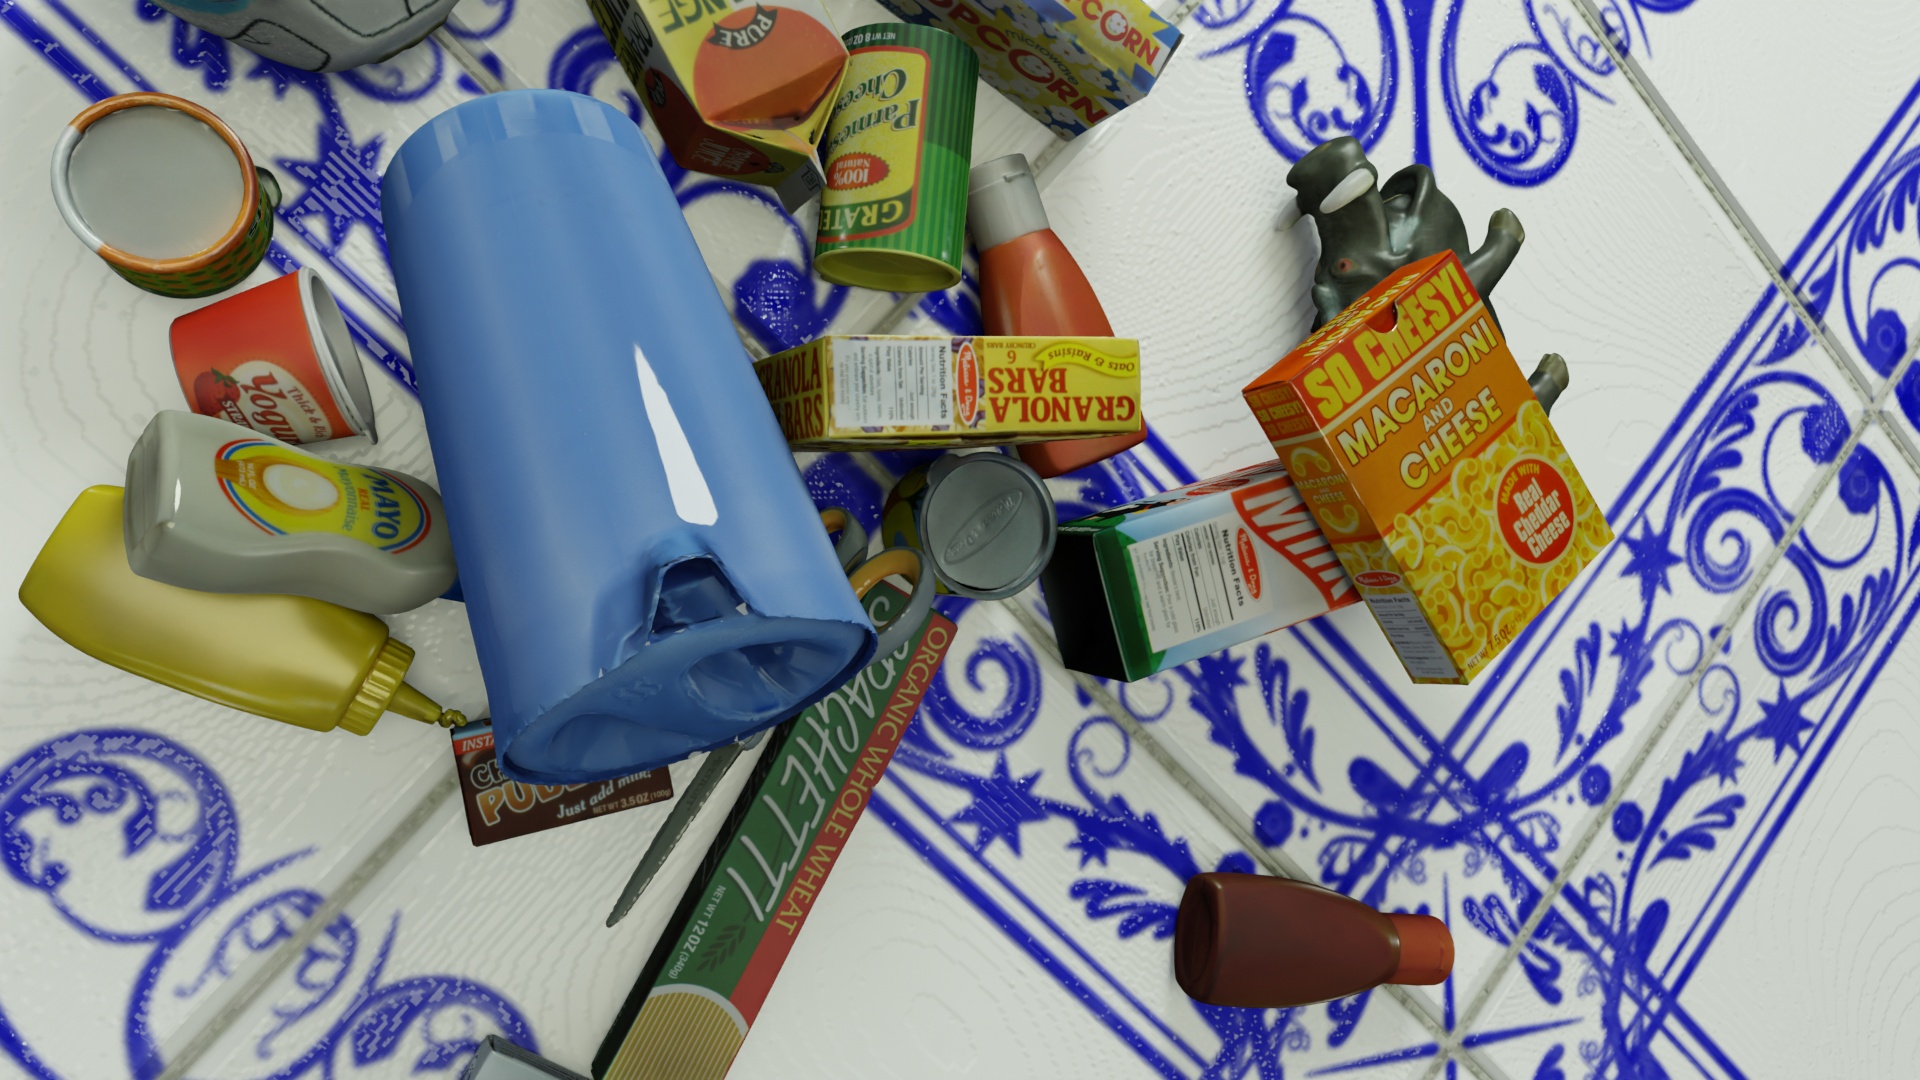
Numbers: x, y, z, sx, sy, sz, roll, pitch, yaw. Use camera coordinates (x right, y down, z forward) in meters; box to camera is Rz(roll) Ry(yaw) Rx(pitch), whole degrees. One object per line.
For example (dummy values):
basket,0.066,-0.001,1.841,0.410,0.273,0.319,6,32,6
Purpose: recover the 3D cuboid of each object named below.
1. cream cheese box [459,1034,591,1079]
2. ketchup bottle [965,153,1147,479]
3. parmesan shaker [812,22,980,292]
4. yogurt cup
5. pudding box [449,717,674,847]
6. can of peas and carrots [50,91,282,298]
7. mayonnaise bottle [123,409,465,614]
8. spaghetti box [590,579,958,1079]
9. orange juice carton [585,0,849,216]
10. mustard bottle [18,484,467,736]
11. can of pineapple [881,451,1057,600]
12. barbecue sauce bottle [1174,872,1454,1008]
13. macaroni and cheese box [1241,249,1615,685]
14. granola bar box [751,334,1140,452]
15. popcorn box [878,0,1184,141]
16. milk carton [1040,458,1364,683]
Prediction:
cream cheese box,-0.167,0.255,0.585,0.104,0.024,0.053,33,77,-18
ketchup bottle,0.038,-0.107,0.661,0.065,0.043,0.148,-23,97,-28
parmesan shaker,-0.031,-0.170,0.624,0.071,0.071,0.103,6,85,-21
yogurt cup,-0.264,-0.066,0.533,0.054,0.072,0.072,-18,96,-12
pudding box,-0.167,0.093,0.585,0.084,0.030,0.049,-11,93,-21
can of peas and carrots,-0.296,-0.129,0.524,0.071,0.058,0.071,0,90,-21
mayonnaise bottle,-0.231,-0.003,0.528,0.148,0.041,0.065,16,41,-45
spaghetti box,-0.080,0.133,0.619,0.050,0.028,0.250,32,78,-19
orange juice carton,-0.112,-0.231,0.590,0.073,0.071,0.192,-32,100,-18
mustard bottle,-0.267,0.038,0.537,0.160,0.049,0.065,31,78,-19
can of pineapple,0.002,-0.008,0.637,0.071,0.058,0.071,0,89,-21
barbecue sauce bottle,0.184,0.207,0.712,0.149,0.043,0.065,10,86,-21
macaroni and cheese box,0.224,-0.035,0.657,0.124,0.040,0.166,-37,101,-23
granola bar box,-0.019,-0.057,0.573,0.124,0.165,0.039,-3,93,-21
popcorn box,0.027,-0.243,0.636,0.126,0.085,0.038,31,80,-18
milk carton,0.139,0.005,0.684,0.191,0.072,0.073,-17,96,-20
